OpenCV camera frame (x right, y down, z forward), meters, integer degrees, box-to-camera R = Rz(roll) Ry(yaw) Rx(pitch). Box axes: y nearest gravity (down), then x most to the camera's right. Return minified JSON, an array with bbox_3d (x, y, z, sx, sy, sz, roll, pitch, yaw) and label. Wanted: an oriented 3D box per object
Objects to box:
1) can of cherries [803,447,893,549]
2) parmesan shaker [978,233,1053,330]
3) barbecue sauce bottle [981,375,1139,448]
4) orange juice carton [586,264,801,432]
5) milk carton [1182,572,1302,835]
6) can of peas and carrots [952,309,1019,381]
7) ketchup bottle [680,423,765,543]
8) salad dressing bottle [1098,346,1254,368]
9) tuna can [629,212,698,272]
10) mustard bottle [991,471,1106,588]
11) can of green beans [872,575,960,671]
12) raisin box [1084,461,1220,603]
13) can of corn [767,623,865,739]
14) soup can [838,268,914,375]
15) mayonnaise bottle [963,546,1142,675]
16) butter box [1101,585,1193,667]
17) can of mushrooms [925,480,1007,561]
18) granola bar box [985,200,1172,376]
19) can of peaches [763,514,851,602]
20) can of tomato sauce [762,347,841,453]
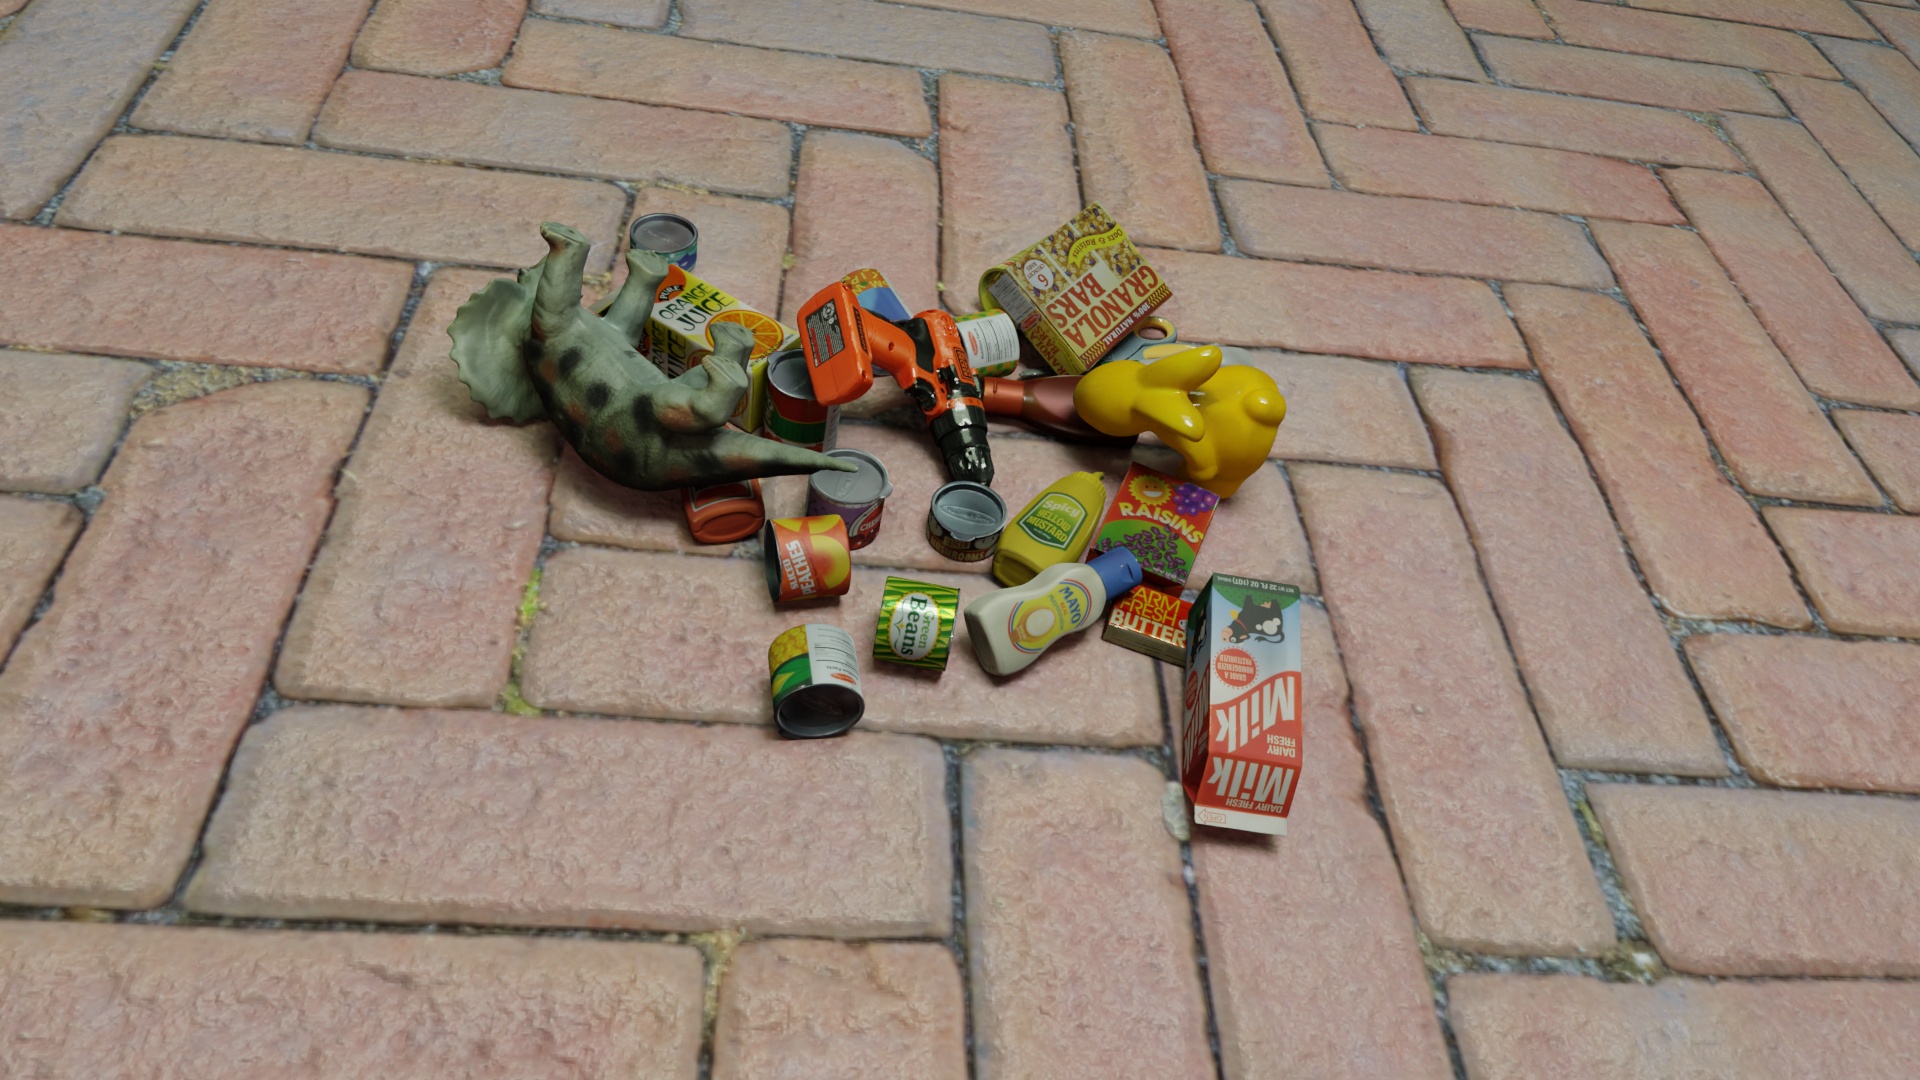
[{"bbox_3d":[-0.094,-0.033,1.157,0.071,0.058,0.072,7,45,-7],"label":"can of cherries"},{"bbox_3d":[0.078,-0.261,1.405,0.071,0.071,0.103,37,50,21],"label":"parmesan shaker"},{"bbox_3d":[0.093,-0.126,1.295,0.149,0.043,0.065,7,65,-5],"label":"barbecue sauce bottle"},{"bbox_3d":[-0.242,-0.184,1.255,0.193,0.072,0.072,30,49,16],"label":"orange juice carton"},{"bbox_3d":[0.213,0.127,1.051,0.072,0.073,0.191,9,60,-4],"label":"milk carton"},{"bbox_3d":[0.014,-0.183,1.319,0.059,0.070,0.071,-16,53,-26],"label":"can of peas and carrots"},{"bbox_3d":[-0.208,-0.065,1.172,0.065,0.043,0.149,-13,50,-9],"label":"ketchup bottle"},{"bbox_3d":[0.208,-0.158,1.344,0.148,0.064,0.044,-3,58,-4],"label":"salad dressing bottle"},{"bbox_3d":[-0.294,-0.290,1.371,0.071,0.032,0.071,6,46,-7],"label":"tuna can"},{"bbox_3d":[0.086,-0.018,1.189,0.065,0.048,0.161,29,48,12],"label":"mustard bottle"},{"bbox_3d":[-0.034,0.064,1.074,0.058,0.070,0.071,11,46,-2],"label":"can of green beans"},{"bbox_3d":[0.166,-0.006,1.203,0.086,0.039,0.124,22,46,10],"label":"raisin box"},{"bbox_3d":[-0.108,0.104,1.022,0.071,0.070,0.058,-1,47,-14],"label":"can of corn"},{"bbox_3d":[-0.082,-0.207,1.319,0.071,0.071,0.084,-15,52,-24],"label":"soup can"},{"bbox_3d":[0.077,0.050,1.106,0.148,0.064,0.041,-26,14,-23],"label":"mayonnaise bottle"},{"bbox_3d":[0.172,0.072,1.141,0.103,0.024,0.053,19,47,5],"label":"butter box"},{"bbox_3d":[0.004,-0.015,1.179,0.071,0.033,0.071,7,46,-7],"label":"can of mushrooms"},{"bbox_3d":[0.120,-0.245,1.359,0.124,0.039,0.166,50,53,-4],"label":"granola bar box"},{"bbox_3d":[-0.121,0.014,1.099,0.058,0.070,0.071,-5,49,-18],"label":"can of peaches"},{"bbox_3d":[-0.139,-0.115,1.207,0.071,0.082,0.071,6,46,-7],"label":"can of tomato sauce"}]
